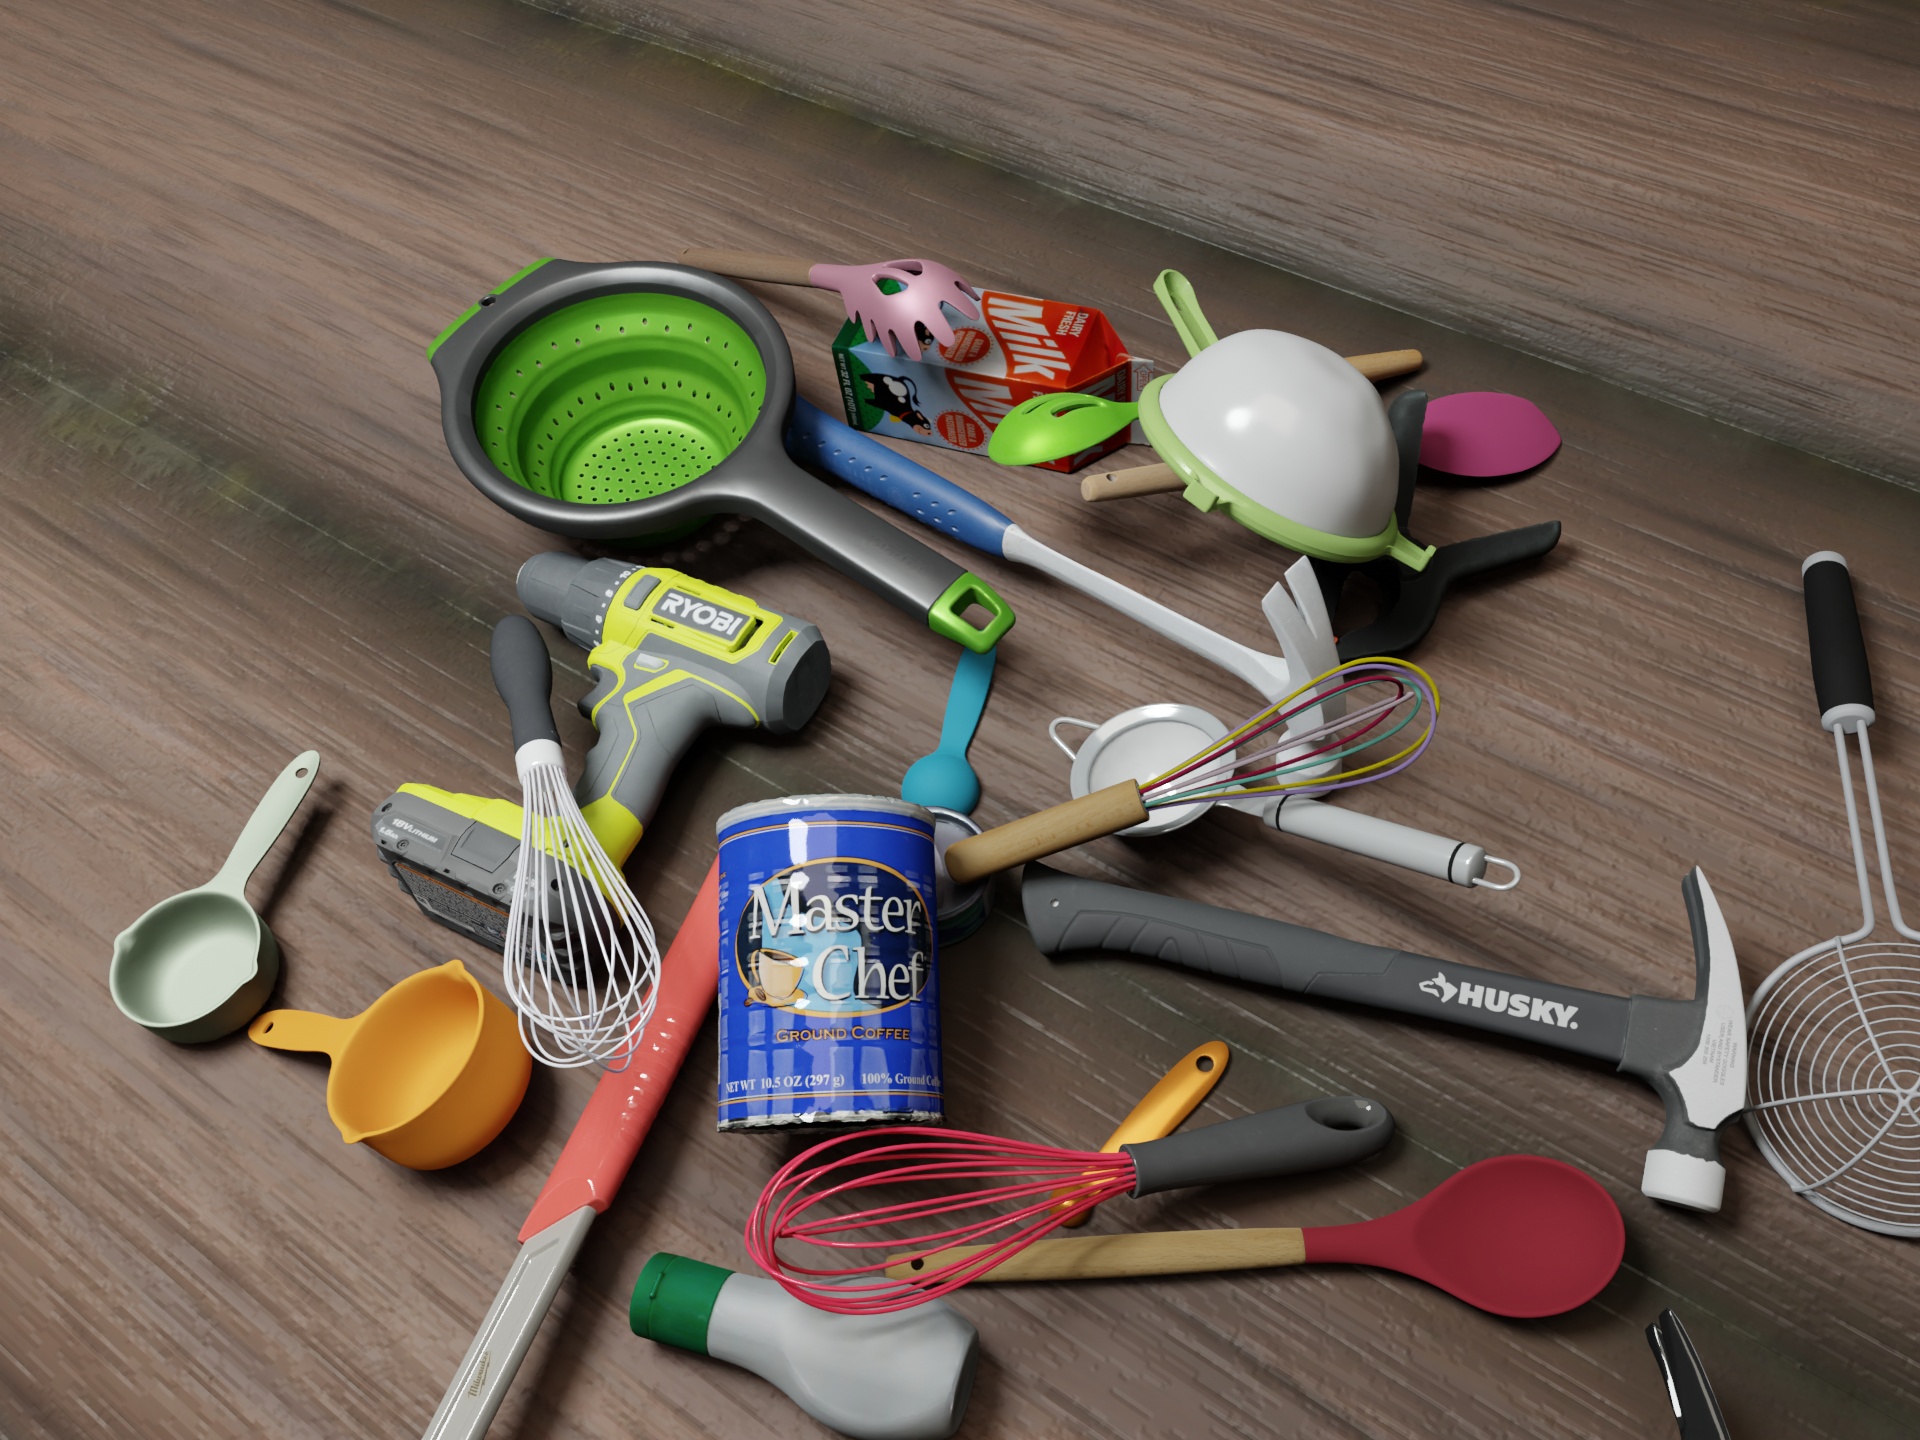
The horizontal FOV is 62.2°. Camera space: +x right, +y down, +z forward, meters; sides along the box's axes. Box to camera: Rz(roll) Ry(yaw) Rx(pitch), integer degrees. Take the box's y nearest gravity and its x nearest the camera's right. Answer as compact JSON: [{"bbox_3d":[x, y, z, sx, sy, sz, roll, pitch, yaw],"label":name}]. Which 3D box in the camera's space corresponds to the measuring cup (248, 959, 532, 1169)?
[{"bbox_3d":[-0.280,0.167,0.773,0.174,0.052,0.095,-1,51,35],"label":"measuring cup"}]

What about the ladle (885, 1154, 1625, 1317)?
[{"bbox_3d":[0.123,0.231,0.693,0.315,0.031,0.069,-5,53,5],"label":"ladle"}]

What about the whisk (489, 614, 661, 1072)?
[{"bbox_3d":[-0.191,0.045,0.743,0.070,0.070,0.285,-19,47,-7],"label":"whisk"}]

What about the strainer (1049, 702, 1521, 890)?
[{"bbox_3d":[0.149,0.044,0.771,0.259,0.050,0.087,16,59,43],"label":"strainer"}]

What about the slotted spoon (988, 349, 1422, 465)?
[{"bbox_3d":[0.152,-0.189,0.919,0.313,0.031,0.070,-16,27,-29],"label":"slotted spoon"}]

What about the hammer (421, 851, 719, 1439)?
[{"bbox_3d":[-0.171,0.195,0.729,0.149,0.036,0.359,-4,46,33],"label":"hammer"}]

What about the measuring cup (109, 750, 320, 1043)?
[{"bbox_3d":[-0.375,0.092,0.835,0.083,0.038,0.168,10,56,13],"label":"measuring cup"}]

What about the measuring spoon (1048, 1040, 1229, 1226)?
[{"bbox_3d":[0.084,0.188,0.735,0.117,0.011,0.021,-40,61,-20],"label":"measuring spoon"}]

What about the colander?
[{"bbox_3d":[-0.133,-0.129,0.928,0.397,0.094,0.204,34,65,20],"label":"colander"}]

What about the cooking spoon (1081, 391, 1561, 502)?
[{"bbox_3d":[0.211,-0.153,0.903,0.319,0.017,0.069,-12,56,-21],"label":"cooking spoon"}]

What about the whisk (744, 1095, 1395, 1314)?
[{"bbox_3d":[0.054,0.198,0.683,0.295,0.073,0.073,-6,54,-16],"label":"whisk"}]

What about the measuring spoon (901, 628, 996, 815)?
[{"bbox_3d":[-0.001,-0.003,0.867,0.042,0.021,0.129,9,59,12],"label":"measuring spoon"}]

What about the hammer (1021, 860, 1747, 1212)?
[{"bbox_3d":[0.188,0.113,0.747,0.335,0.035,0.146,11,76,17],"label":"hammer"}]

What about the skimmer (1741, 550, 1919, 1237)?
[{"bbox_3d":[0.436,0.063,0.770,0.127,0.090,0.364,-5,42,26],"label":"skimmer"}]

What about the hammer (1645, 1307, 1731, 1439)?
[{"bbox_3d":[0.121,0.296,0.602,0.337,0.034,0.127,-3,56,4],"label":"hammer"}]

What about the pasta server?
[{"bbox_3d":[-0.098,-0.274,0.996,0.060,0.040,0.316,-48,39,-13],"label":"pasta server"}]

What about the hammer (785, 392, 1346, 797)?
[{"bbox_3d":[0.037,-0.099,0.879,0.406,0.143,0.035,32,64,31],"label":"hammer"}]

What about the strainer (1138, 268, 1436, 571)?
[{"bbox_3d":[0.159,-0.188,0.839,0.151,0.069,0.257,11,40,-26],"label":"strainer"}]

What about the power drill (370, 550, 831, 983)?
[{"bbox_3d":[-0.203,0.008,0.851,0.191,0.080,0.229,21,58,19],"label":"power drill"}]

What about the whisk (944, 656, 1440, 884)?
[{"bbox_3d":[0.105,0.026,0.752,0.245,0.047,0.051,-21,44,12],"label":"whisk"}]
